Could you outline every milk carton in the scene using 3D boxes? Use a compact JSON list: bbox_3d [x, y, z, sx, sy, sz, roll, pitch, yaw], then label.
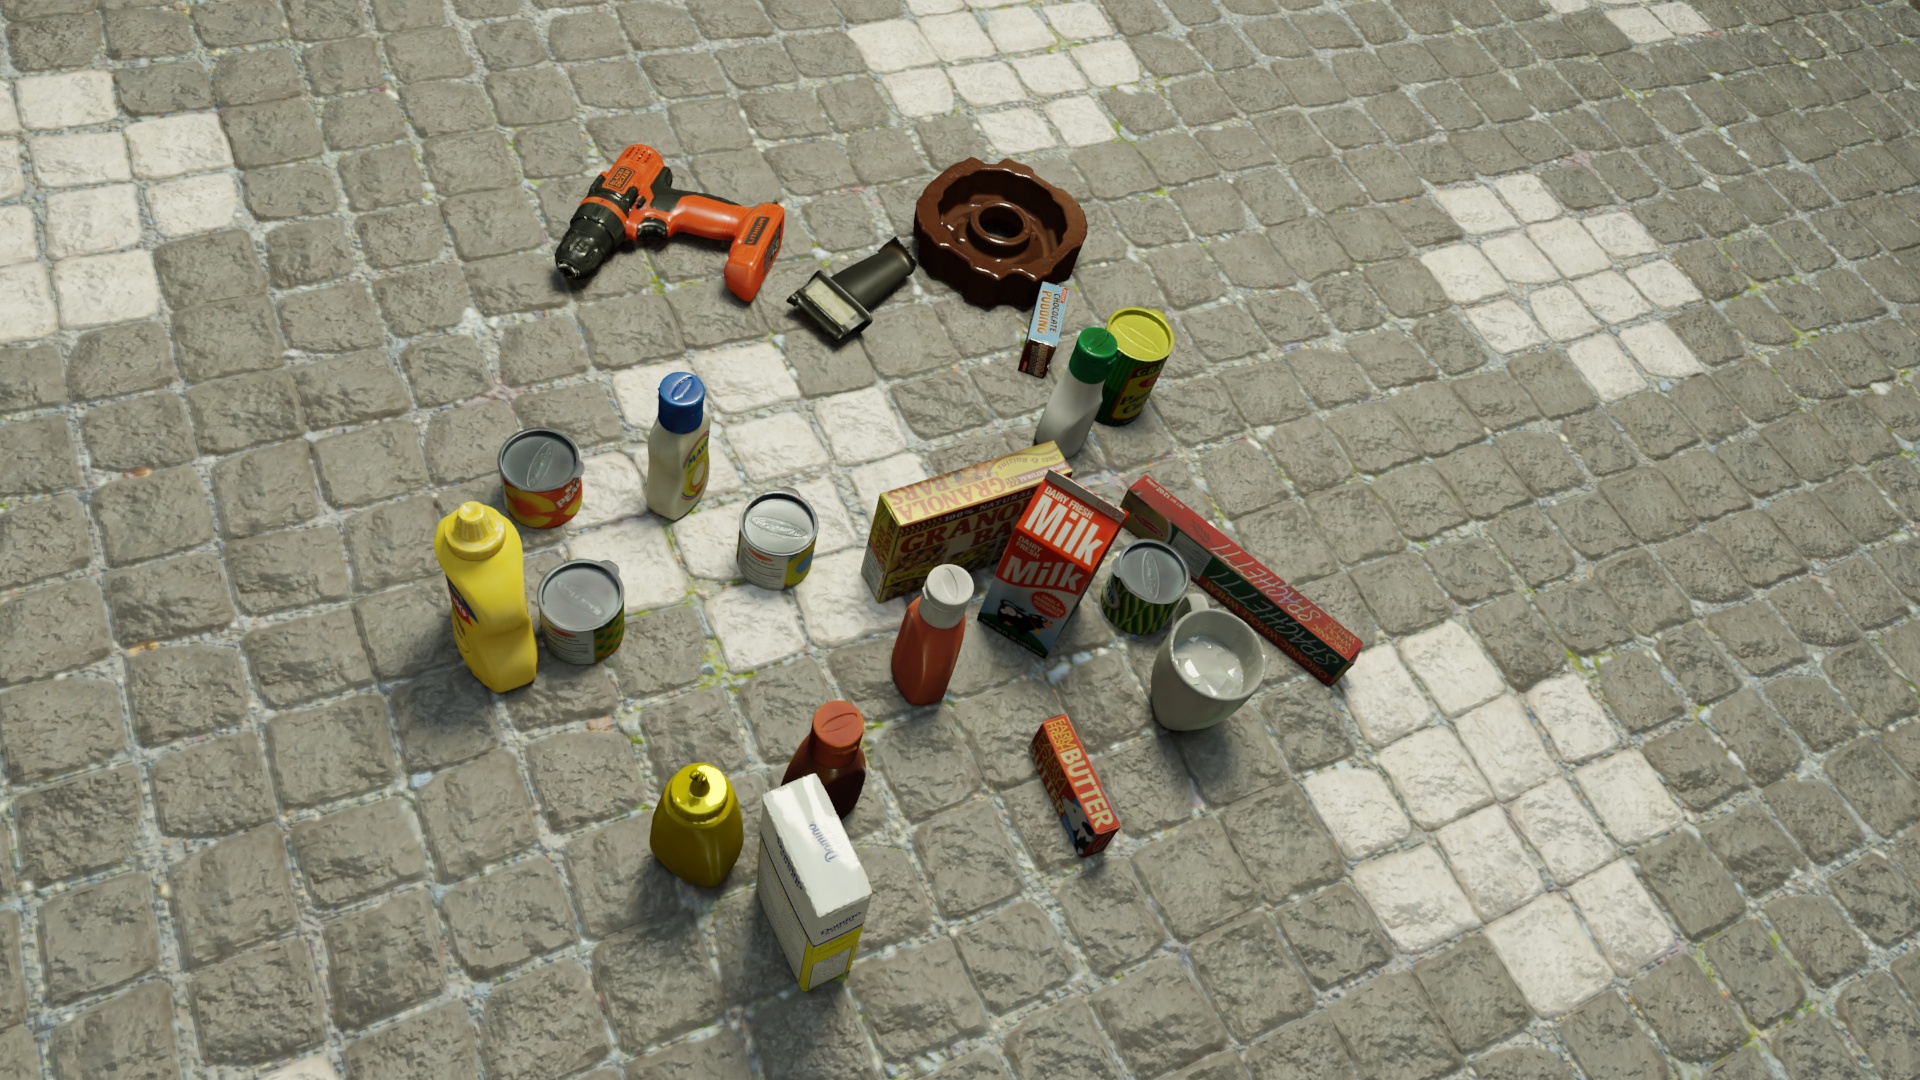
[{"bbox_3d":[0.079,0.012,1.144,0.072,0.189,0.074,30,56,7],"label":"milk carton"}]

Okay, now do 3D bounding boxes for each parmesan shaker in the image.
[{"bbox_3d":[0.160,-0.167,1.335,0.071,0.102,0.071,6,56,-9],"label":"parmesan shaker"}]

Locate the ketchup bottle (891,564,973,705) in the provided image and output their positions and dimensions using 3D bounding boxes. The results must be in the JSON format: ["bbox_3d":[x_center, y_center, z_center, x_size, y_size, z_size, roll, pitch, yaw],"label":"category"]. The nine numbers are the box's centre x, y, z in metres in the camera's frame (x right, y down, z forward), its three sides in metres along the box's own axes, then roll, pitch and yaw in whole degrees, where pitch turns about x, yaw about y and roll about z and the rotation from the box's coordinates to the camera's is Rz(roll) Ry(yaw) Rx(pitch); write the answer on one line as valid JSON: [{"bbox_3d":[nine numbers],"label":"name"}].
[{"bbox_3d":[-0.022,0.073,1.105,0.043,0.148,0.065,-8,59,-18],"label":"ketchup bottle"}]

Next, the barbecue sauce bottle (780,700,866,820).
[{"bbox_3d":[-0.098,0.167,1.025,0.065,0.147,0.044,-21,64,-24],"label":"barbecue sauce bottle"}]

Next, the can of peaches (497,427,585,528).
[{"bbox_3d":[-0.350,-0.051,1.166,0.071,0.057,0.071,6,56,-9],"label":"can of peaches"}]

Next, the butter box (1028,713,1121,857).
[{"bbox_3d":[0.090,0.195,1.108,0.024,0.052,0.104,-15,62,-21],"label":"butter box"}]

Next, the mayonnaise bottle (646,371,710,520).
[{"bbox_3d":[-0.234,-0.080,1.158,0.041,0.147,0.065,28,55,6],"label":"mayonnaise bottle"}]

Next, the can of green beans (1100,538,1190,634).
[{"bbox_3d":[0.162,0.041,1.224,0.071,0.057,0.071,6,56,-9],"label":"can of green beans"}]

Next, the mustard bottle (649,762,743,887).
[{"bbox_3d":[-0.184,0.194,0.979,0.065,0.159,0.049,27,55,5],"label":"mustard bottle"}]

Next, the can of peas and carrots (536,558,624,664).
[{"bbox_3d":[-0.300,0.056,1.107,0.071,0.058,0.071,6,56,-9],"label":"can of peas and carrots"}]

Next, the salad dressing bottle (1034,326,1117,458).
[{"bbox_3d":[0.108,-0.135,1.274,0.044,0.146,0.064,41,58,15],"label":"salad dressing bottle"}]

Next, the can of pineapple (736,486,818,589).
[{"bbox_3d":[-0.155,-0.001,1.178,0.071,0.057,0.071,6,56,-9],"label":"can of pineapple"}]

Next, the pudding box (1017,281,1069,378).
[{"bbox_3d":[0.083,-0.209,1.377,0.030,0.049,0.084,16,55,-2],"label":"pudding box"}]

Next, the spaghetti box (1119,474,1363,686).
[{"bbox_3d":[0.249,0.036,1.253,0.250,0.050,0.029,39,57,13],"label":"spaghetti box"}]

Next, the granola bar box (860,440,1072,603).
[{"bbox_3d":[0.004,-0.015,1.184,0.166,0.123,0.039,-18,63,-23],"label":"granola bar box"}]
